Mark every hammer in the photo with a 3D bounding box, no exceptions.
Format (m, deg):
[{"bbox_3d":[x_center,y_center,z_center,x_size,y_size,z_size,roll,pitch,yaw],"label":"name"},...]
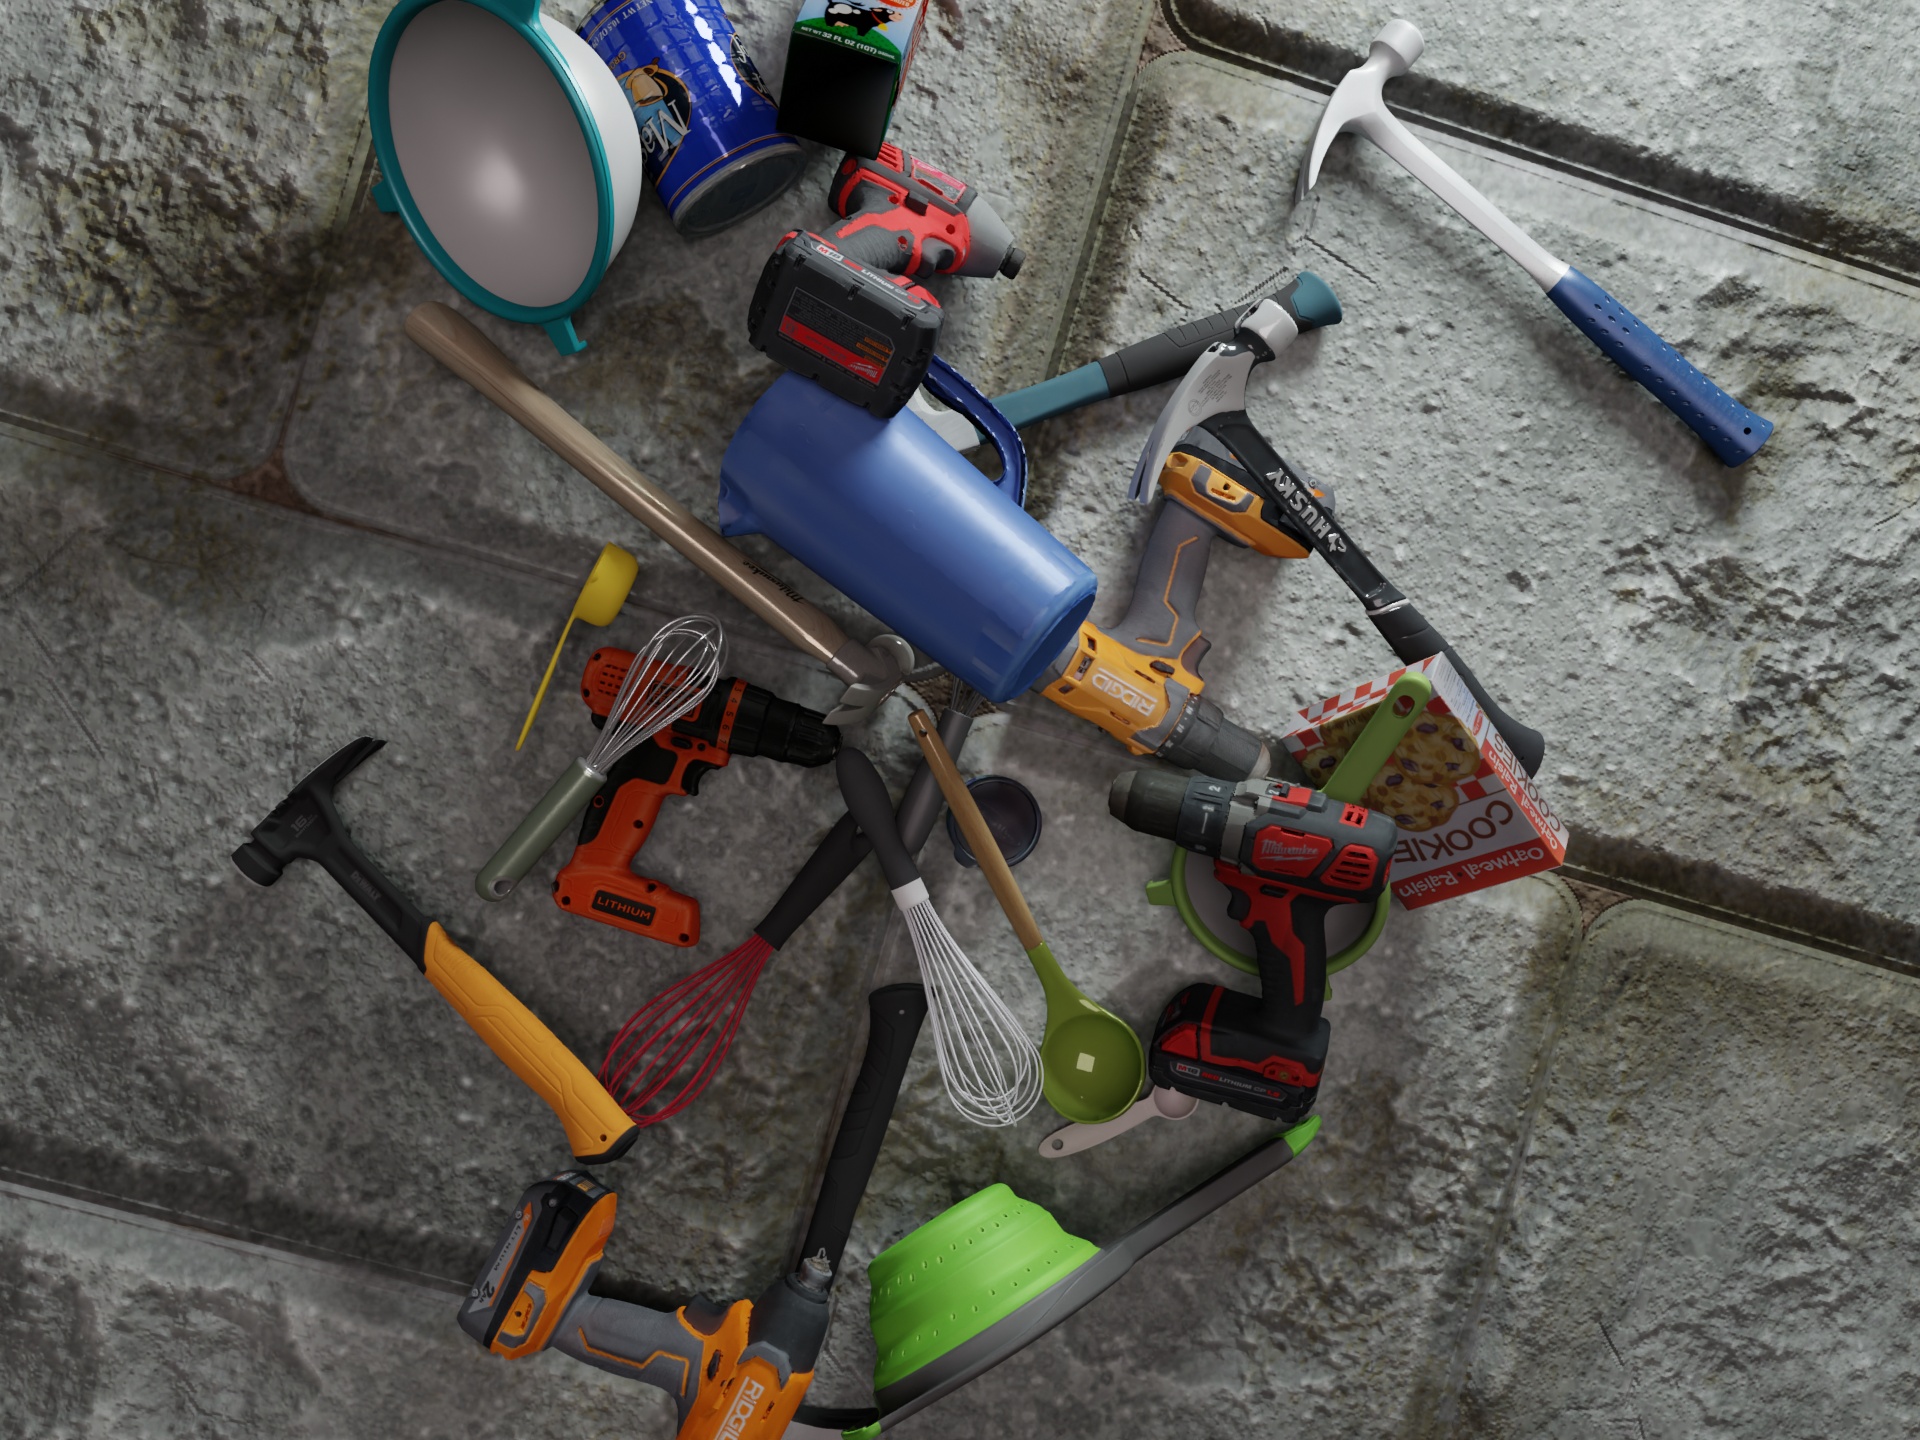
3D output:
[{"bbox_3d":[0.114,-0.250,1.136,0.331,0.033,0.128,-21,91,-4],"label":"hammer"},{"bbox_3d":[-0.210,-0.143,1.068,0.410,0.146,0.038,39,107,1],"label":"hammer"},{"bbox_3d":[0.423,-0.324,1.159,0.405,0.035,0.144,39,87,-4],"label":"hammer"},{"bbox_3d":[0.277,-0.087,1.085,0.149,0.036,0.408,-47,113,0],"label":"hammer"},{"bbox_3d":[-0.335,0.162,1.067,0.337,0.034,0.127,43,87,9],"label":"hammer"},{"bbox_3d":[-0.082,0.345,1.124,0.146,0.035,0.335,19,89,-4],"label":"hammer"}]

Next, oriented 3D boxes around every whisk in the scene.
[{"bbox_3d":[-0.021,0.149,1.095,0.070,0.070,0.284,-24,88,-4],"label":"whisk"},{"bbox_3d":[-0.001,-0.003,1.123,0.055,0.055,0.239,22,92,-5],"label":"whisk"},{"bbox_3d":[-0.148,0.168,1.106,0.073,0.073,0.296,41,81,-4],"label":"whisk"},{"bbox_3d":[-0.239,0.025,1.052,0.246,0.059,0.057,-49,137,5],"label":"whisk"}]

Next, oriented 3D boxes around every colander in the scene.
[{"bbox_3d":[0.074,0.343,1.091,0.397,0.204,0.094,-25,73,-22],"label":"colander"}]

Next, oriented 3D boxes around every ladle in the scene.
[{"bbox_3d":[0.039,0.137,1.096,0.078,0.062,0.320,-24,103,10],"label":"ladle"}]

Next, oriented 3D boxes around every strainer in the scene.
[{"bbox_3d":[-0.259,-0.417,1.003,0.211,0.340,0.095,39,44,10],"label":"strainer"},{"bbox_3d":[0.250,0.063,1.097,0.151,0.069,0.256,31,119,6],"label":"strainer"}]

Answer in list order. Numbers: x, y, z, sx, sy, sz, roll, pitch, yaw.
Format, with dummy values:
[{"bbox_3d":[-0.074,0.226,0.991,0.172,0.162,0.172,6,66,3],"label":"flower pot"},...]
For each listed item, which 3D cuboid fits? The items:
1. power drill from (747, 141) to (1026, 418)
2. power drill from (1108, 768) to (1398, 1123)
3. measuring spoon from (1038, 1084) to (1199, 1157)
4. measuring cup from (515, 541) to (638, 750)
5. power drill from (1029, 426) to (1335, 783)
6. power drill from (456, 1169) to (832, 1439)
[{"bbox_3d":[-0.041,-0.299,1.050,0.143,0.078,0.220,28,43,-5],"label":"power drill"},{"bbox_3d":[0.181,0.142,1.076,0.188,0.080,0.226,13,114,15],"label":"power drill"},{"bbox_3d":[0.114,0.287,1.153,0.124,0.018,0.034,-23,93,3],"label":"measuring spoon"},{"bbox_3d":[-0.262,-0.047,1.091,0.029,0.062,0.156,24,85,-16],"label":"measuring cup"},{"bbox_3d":[0.176,-0.075,1.122,0.185,0.084,0.226,30,92,-7],"label":"power drill"},{"bbox_3d":[-0.202,0.396,1.071,0.226,0.084,0.164,28,88,8],"label":"power drill"}]
